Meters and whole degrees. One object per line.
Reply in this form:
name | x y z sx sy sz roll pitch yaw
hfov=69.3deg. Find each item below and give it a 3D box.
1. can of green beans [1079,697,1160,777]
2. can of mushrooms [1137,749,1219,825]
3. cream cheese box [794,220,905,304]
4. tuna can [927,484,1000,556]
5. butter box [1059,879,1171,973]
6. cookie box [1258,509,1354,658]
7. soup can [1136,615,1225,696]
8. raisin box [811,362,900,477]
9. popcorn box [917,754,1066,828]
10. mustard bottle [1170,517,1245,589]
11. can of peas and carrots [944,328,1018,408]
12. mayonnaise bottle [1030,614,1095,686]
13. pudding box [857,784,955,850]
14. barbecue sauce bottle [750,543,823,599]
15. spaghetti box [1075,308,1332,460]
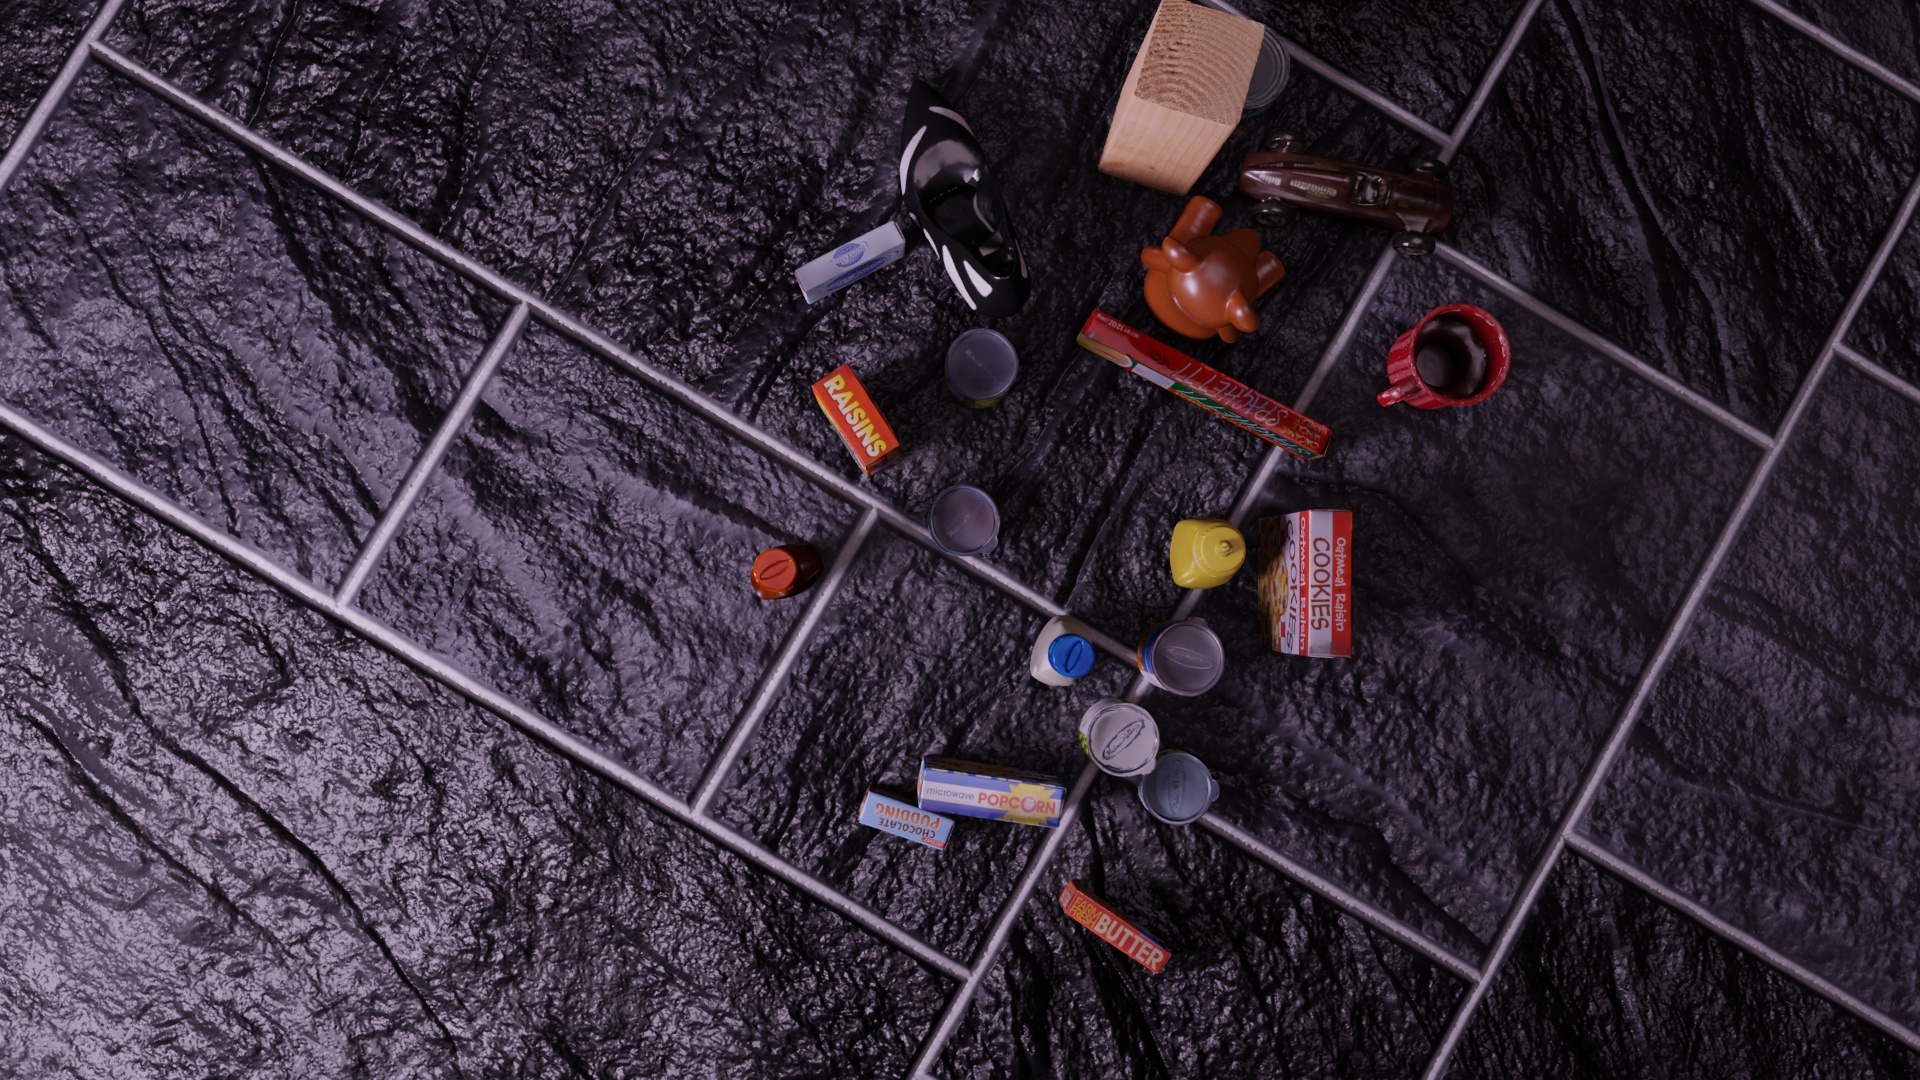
can of green beans | 0.144 0.178 1.264 0.071 0.058 0.071 0 88 -2
can of mushrooms | 0.199 0.227 1.276 0.071 0.033 0.071 0 88 -2
cream cheese box | -0.101 -0.255 1.275 0.104 0.053 0.024 -28 89 -3
tuna can | 0.005 -0.016 1.279 0.071 0.033 0.071 0 88 -2
butter box | 0.139 0.349 1.258 0.103 0.053 0.024 34 87 -1
cookie box | 0.302 0.038 1.222 0.040 0.167 0.123 1 88 -2
soup can | 0.199 0.102 1.257 0.071 0.084 0.071 0 88 -2
raisin box | -0.090 -0.104 1.234 0.040 0.123 0.086 -33 89 -3
popcorn box | 0.026 0.224 1.243 0.127 0.085 0.038 9 88 -2
mustard bottle | 0.220 0.010 1.223 0.049 0.160 0.065 1 88 -2
can of peas and carrots | 0.017 -0.155 1.273 0.071 0.058 0.071 0 88 -2
mayonnaise bottle | 0.091 0.099 1.220 0.041 0.148 0.065 24 87 -1
pudding box | -0.049 0.250 1.256 0.084 0.049 0.030 19 87 -1
barbecue sauce bottle | -0.155 0.027 1.212 0.065 0.148 0.043 -29 89 -3
spaghetti box | 0.225 -0.142 1.286 0.250 0.050 0.028 27 87 -1
